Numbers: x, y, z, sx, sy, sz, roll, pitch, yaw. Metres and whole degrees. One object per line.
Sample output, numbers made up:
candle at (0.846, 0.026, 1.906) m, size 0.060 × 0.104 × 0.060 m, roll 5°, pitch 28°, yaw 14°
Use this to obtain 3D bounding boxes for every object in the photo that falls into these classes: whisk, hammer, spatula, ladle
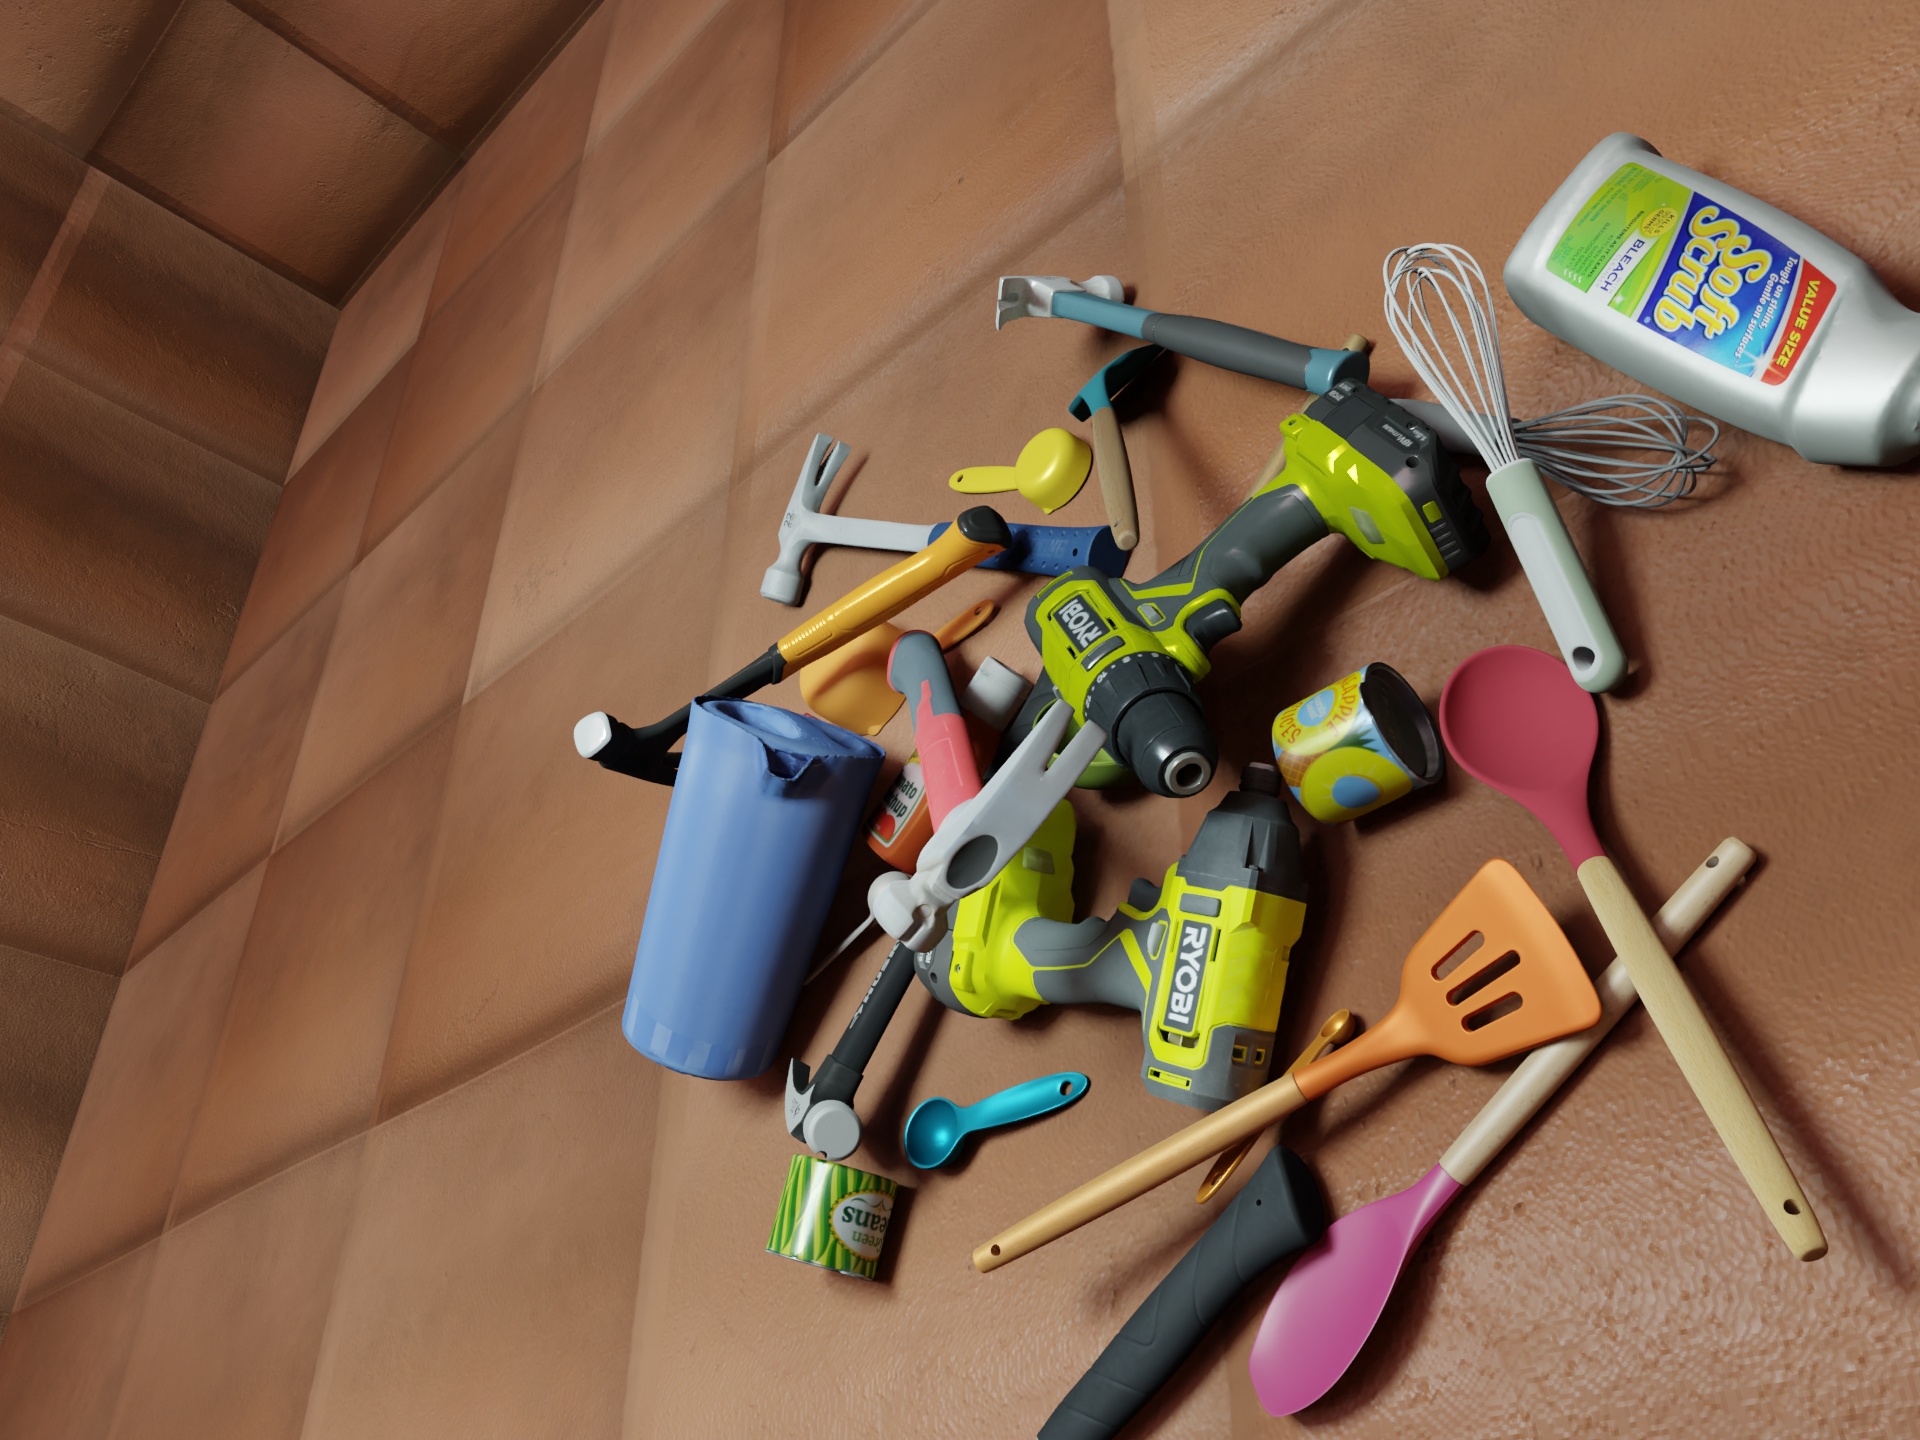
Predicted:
whisk at (0.260, -0.125, 0.761) m, size 0.057 × 0.059 × 0.246 m, roll -43°, pitch 60°, yaw 52°
hammer at (0.037, 0.365, 0.774) m, size 0.409 × 0.036 × 0.149 m, roll -53°, pitch 35°, yaw 12°
spatula at (0.132, 0.178, 0.727) m, size 0.322 × 0.041 × 0.081 m, roll -34°, pitch 62°, yaw 17°
hammer at (-0.001, -0.003, 0.940) m, size 0.143 × 0.038 × 0.386 m, roll -50°, pitch 15°, yaw 11°
ladle at (0.149, -0.097, 0.941) m, size 0.078 × 0.062 × 0.320 m, roll 31°, pitch 89°, yaw 41°
hammer at (-0.013, 0.109, 0.990) m, size 0.335 × 0.035 × 0.146 m, roll -60°, pitch 9°, yaw -10°
whisk at (0.284, -0.147, 0.818) m, size 0.055 × 0.055 × 0.239 m, roll -61°, pitch 31°, yaw 0°
spatula at (0.099, -0.170, 0.977) m, size 0.082 × 0.044 × 0.318 m, roll -39°, pitch 23°, yaw 22°
hammer at (-0.106, -0.049, 1.116) m, size 0.337 × 0.127 × 0.034 m, roll -30°, pitch 64°, yaw 18°
hammer at (0.136, -0.248, 1.012) m, size 0.331 × 0.128 × 0.033 m, roll 35°, pitch 126°, yaw 51°
ladle at (0.273, 0.078, 0.656) m, size 0.069 × 0.031 × 0.316 m, roll -20°, pitch 40°, yaw 10°
hammer at (-0.023, -0.141, 1.189) m, size 0.406 × 0.035 × 0.144 m, roll 14°, pitch 87°, yaw 52°

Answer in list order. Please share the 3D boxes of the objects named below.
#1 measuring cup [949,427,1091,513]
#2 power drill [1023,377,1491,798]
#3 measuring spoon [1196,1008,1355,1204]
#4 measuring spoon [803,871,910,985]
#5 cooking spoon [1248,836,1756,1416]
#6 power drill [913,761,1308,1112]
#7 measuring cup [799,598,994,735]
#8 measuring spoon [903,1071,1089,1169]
measuring cup at (0.033, -0.184, 1.164) m, size 0.157 × 0.029 × 0.062 m, roll 7°, pitch 72°, yaw 52°
power drill at (0.152, -0.065, 0.829) m, size 0.228 × 0.080 × 0.191 m, roll -36°, pitch 31°, yaw 6°
measuring spoon at (0.151, 0.185, 0.756) m, size 0.117 × 0.011 × 0.021 m, roll -49°, pitch 4°, yaw -8°
measuring spoon at (-0.076, 0.139, 1.071) m, size 0.124 × 0.018 × 0.034 m, roll -47°, pitch -3°, yaw 31°
cooking spoon at (0.228, 0.176, 0.682) m, size 0.319 × 0.017 × 0.069 m, roll -53°, pitch 17°, yaw 10°
power drill at (0.082, 0.101, 0.855) m, size 0.223 × 0.080 × 0.171 m, roll 5°, pitch 80°, yaw 50°
measuring cup at (-0.051, -0.056, 1.160) m, size 0.173 × 0.052 × 0.095 m, roll -31°, pitch 45°, yaw 38°
measuring spoon at (0.023, 0.227, 0.910) m, size 0.128 × 0.021 × 0.042 m, roll -25°, pitch 48°, yaw 27°
